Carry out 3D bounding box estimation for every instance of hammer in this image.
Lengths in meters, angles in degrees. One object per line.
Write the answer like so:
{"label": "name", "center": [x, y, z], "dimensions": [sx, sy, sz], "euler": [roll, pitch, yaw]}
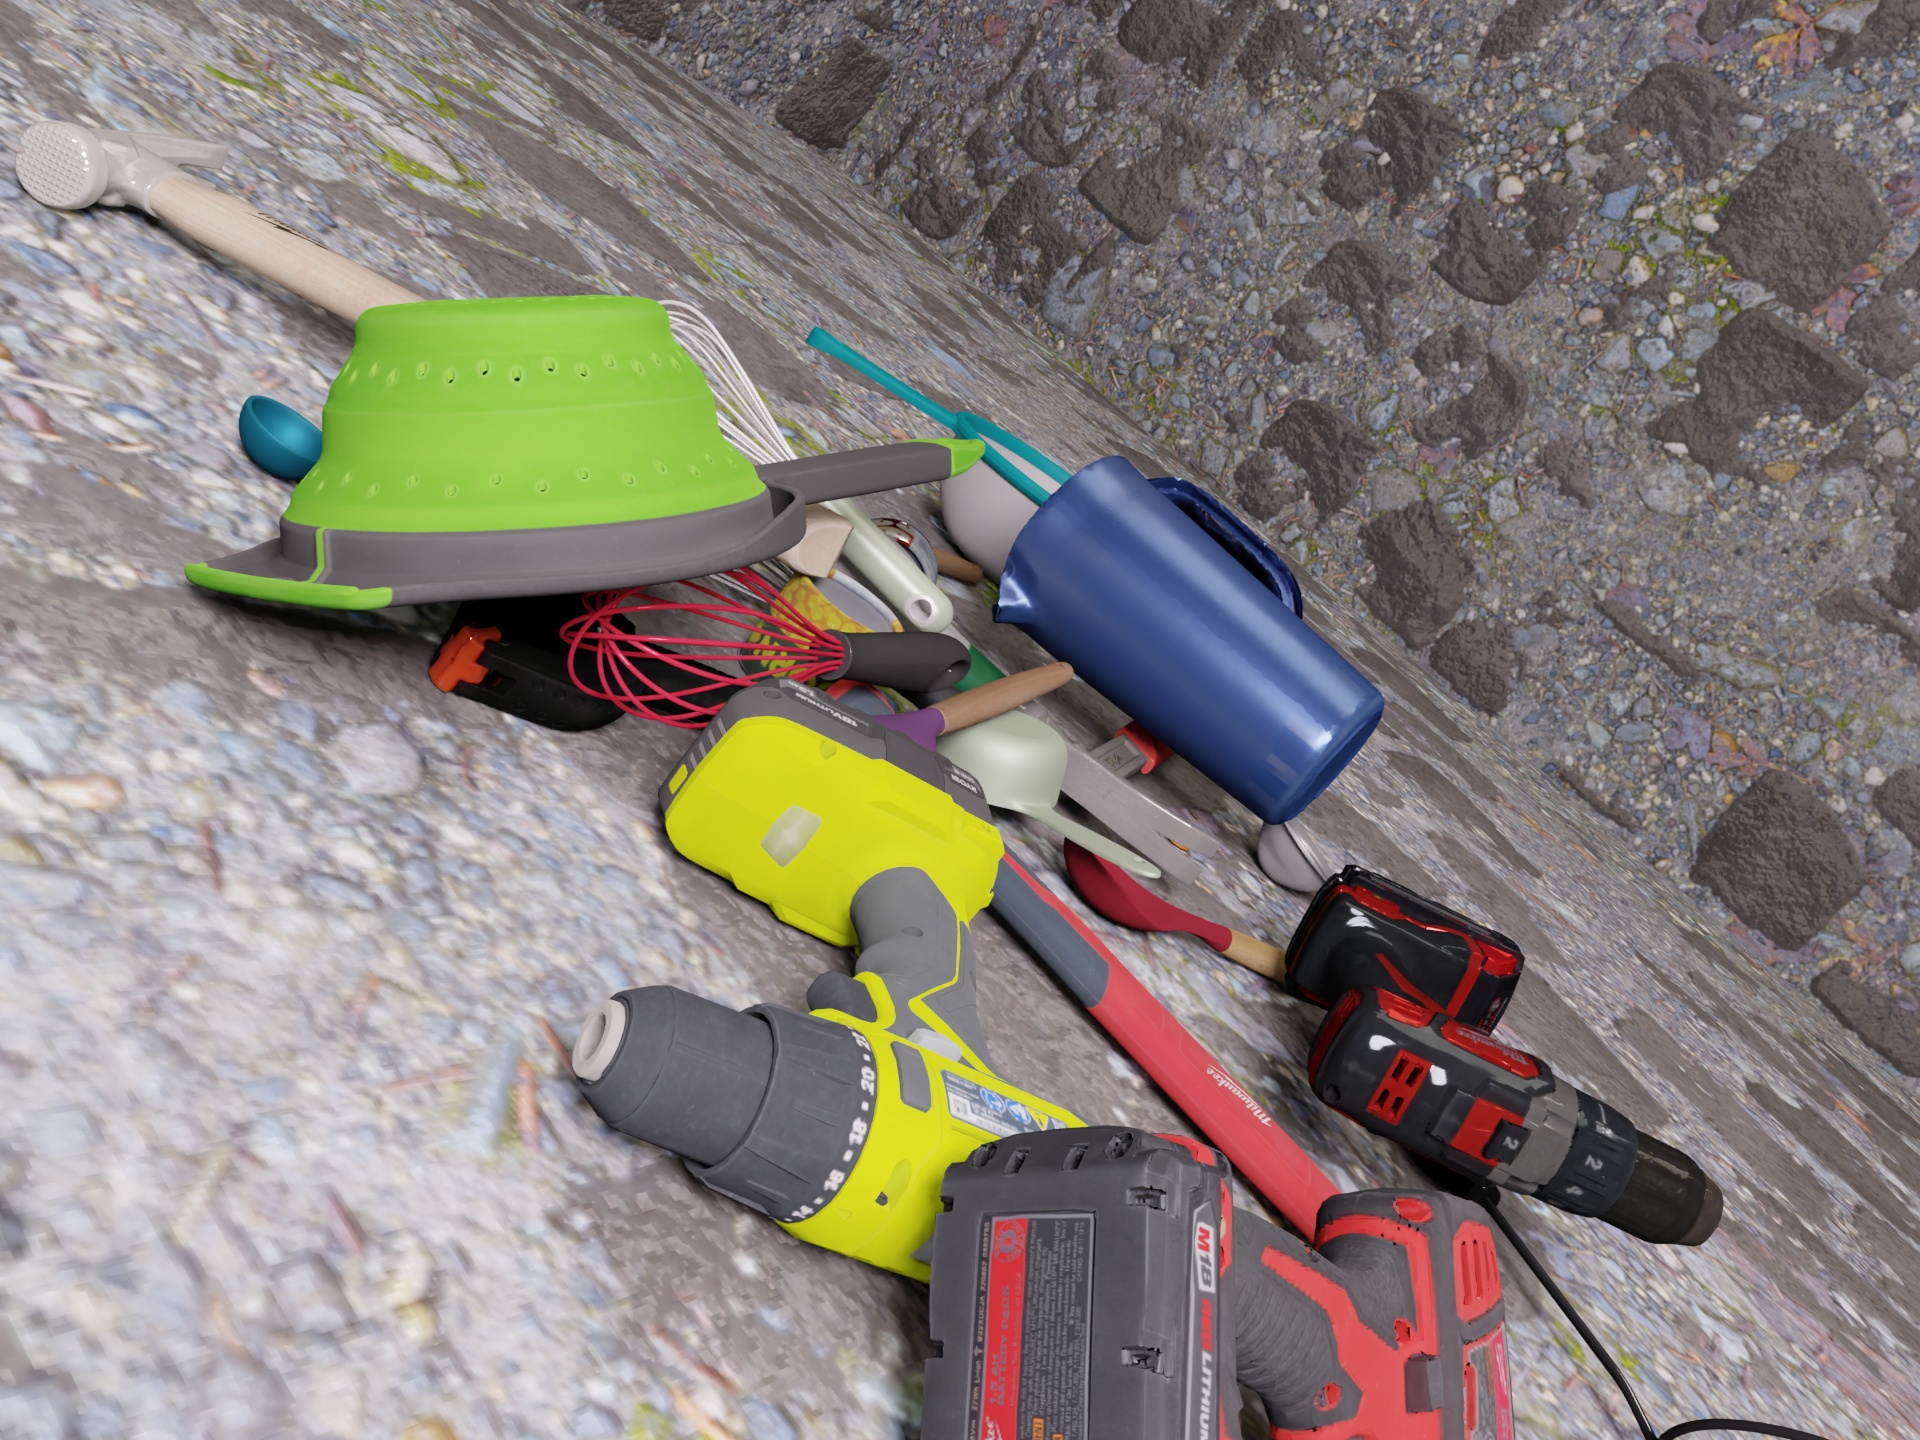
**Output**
{"label": "hammer", "center": [-0.240, -0.184, 0.796], "dimensions": [0.410, 0.038, 0.146], "euler": [28, 17, -3]}
{"label": "hammer", "center": [0.132, 0.021, 1.077], "dimensions": [0.149, 0.036, 0.359], "euler": [37, 15, 11]}
{"label": "hammer", "center": [0.055, 0.118, 0.710], "dimensions": [0.387, 0.038, 0.143], "euler": [45, 21, 21]}

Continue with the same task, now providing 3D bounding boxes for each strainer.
{"label": "strainer", "center": [0.005, -0.185, 1.276], "dimensions": [0.340, 0.095, 0.211], "euler": [31, 16, -15]}
{"label": "strainer", "center": [0.200, 0.030, 1.104], "dimensions": [0.258, 0.050, 0.087], "euler": [64, 14, 8]}

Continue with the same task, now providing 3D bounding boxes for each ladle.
{"label": "ladle", "center": [0.167, 0.132, 0.910], "dimensions": [0.315, 0.031, 0.069], "euler": [28, 18, -34]}

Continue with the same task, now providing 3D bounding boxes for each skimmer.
{"label": "skimmer", "center": [0.312, 0.262, 0.764], "dimensions": [0.364, 0.090, 0.127], "euler": [57, -7, 52]}

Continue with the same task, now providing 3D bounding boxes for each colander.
{"label": "colander", "center": [-0.114, -0.127, 0.655], "dimensions": [0.205, 0.094, 0.397], "euler": [9, 19, 34]}

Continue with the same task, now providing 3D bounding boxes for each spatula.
{"label": "spatula", "center": [-0.001, -0.003, 0.791], "dimensions": [0.060, 0.018, 0.316], "euler": [25, 18, 18]}

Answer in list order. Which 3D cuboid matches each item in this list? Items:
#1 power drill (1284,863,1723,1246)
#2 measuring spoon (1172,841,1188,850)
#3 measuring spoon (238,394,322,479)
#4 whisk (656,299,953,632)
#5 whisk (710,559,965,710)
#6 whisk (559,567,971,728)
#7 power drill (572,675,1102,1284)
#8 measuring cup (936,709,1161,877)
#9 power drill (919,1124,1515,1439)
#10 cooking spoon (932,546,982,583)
{"label": "power drill", "center": [0.254, 0.164, 0.782], "dimensions": [0.188, 0.080, 0.227], "euler": [26, 12, 0]}
{"label": "measuring spoon", "center": [0.104, 0.045, 1.026], "dimensions": [0.117, 0.011, 0.021], "euler": [38, 18, 0]}
{"label": "measuring spoon", "center": [-0.253, -0.093, 0.683], "dimensions": [0.128, 0.021, 0.042], "euler": [35, 15, -39]}
{"label": "whisk", "center": [-0.094, -0.139, 0.885], "dimensions": [0.246, 0.058, 0.059], "euler": [45, 20, -3]}
{"label": "whisk", "center": [-0.076, -0.061, 0.880], "dimensions": [0.284, 0.070, 0.070], "euler": [38, 17, -13]}
{"label": "whisk", "center": [-0.068, -0.030, 0.704], "dimensions": [0.073, 0.073, 0.295], "euler": [45, 18, 20]}
{"label": "power drill", "center": [-0.042, 0.084, 0.544], "dimensions": [0.190, 0.080, 0.229], "euler": [30, 22, -28]}
{"label": "measuring cup", "center": [0.048, 0.032, 0.821], "dimensions": [0.083, 0.038, 0.168], "euler": [3, 18, -41]}
{"label": "power drill", "center": [0.091, 0.200, 0.460], "dimensions": [0.219, 0.078, 0.143], "euler": [26, 58, -40]}
{"label": "cooking spoon", "center": [-0.087, -0.138, 1.099], "dimensions": [0.318, 0.017, 0.069], "euler": [15, 29, -49]}
